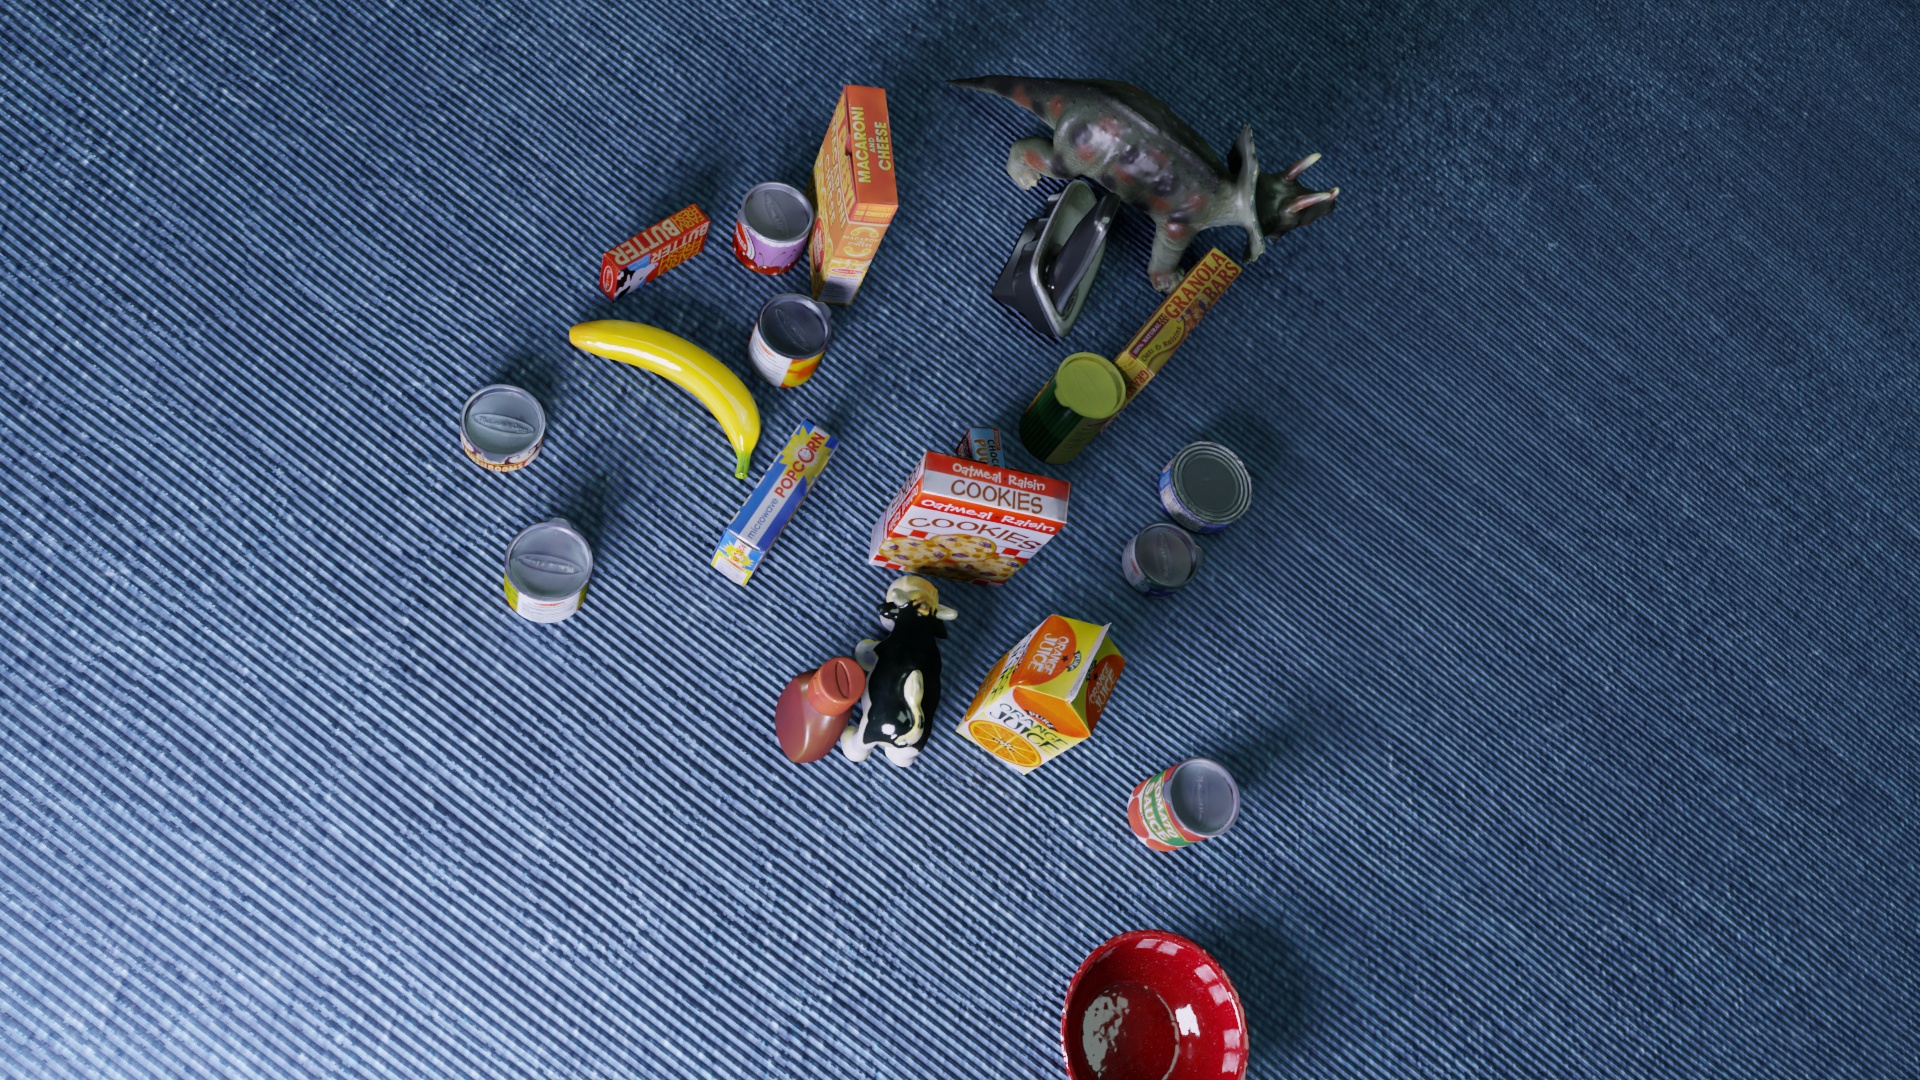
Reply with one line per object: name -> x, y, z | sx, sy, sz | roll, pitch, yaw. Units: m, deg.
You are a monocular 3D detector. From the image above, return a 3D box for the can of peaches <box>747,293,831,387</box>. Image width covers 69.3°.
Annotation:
can of peaches -> -0.151, -0.179, 1.239 | 0.071, 0.057, 0.071 | 7, 67, -16

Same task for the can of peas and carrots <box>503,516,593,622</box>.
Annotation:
can of peas and carrots -> -0.325, 0.024, 1.095 | 0.071, 0.058, 0.071 | 7, 67, -16

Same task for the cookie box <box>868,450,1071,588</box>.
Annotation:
cookie box -> 0.004, -0.015, 1.164 | 0.123, 0.166, 0.040 | 11, 66, -15

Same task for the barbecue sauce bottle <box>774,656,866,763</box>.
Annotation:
barbecue sauce bottle -> -0.109, 0.127, 1.077 | 0.044, 0.148, 0.065 | -6, 71, -21

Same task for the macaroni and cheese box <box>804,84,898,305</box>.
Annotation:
macaroni and cheese box -> -0.102, -0.306, 1.247 | 0.040, 0.165, 0.124 | 0, 69, -19

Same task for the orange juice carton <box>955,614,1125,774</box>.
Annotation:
orange juice carton -> 0.069, 0.122, 1.116 | 0.073, 0.192, 0.072 | 33, 62, -4

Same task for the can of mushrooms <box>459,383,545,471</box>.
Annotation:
can of mushrooms -> -0.376, -0.090, 1.138 | 0.071, 0.033, 0.071 | 7, 67, -16

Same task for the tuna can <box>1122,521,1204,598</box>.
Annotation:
tuna can -> 0.188, 0.019, 1.290 | 0.071, 0.032, 0.071 | 7, 67, -16

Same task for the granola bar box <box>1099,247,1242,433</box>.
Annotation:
granola bar box -> 0.187, -0.191, 1.324 | 0.039, 0.123, 0.166 | 41, 62, 0

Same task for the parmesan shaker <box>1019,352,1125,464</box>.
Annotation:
parmesan shaker -> 0.098, -0.119, 1.276 | 0.071, 0.102, 0.071 | 7, 67, -16

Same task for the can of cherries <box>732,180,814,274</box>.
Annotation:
can of cherries -> -0.175, -0.286, 1.275 | 0.071, 0.058, 0.072 | 7, 67, -16

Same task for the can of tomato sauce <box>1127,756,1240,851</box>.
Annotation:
can of tomato sauce -> 0.186, 0.225, 1.176 | 0.071, 0.082, 0.071 | 7, 67, -16

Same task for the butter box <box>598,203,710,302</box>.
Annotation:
butter box -> -0.272, -0.256, 1.232 | 0.104, 0.053, 0.024 | -38, 85, -28

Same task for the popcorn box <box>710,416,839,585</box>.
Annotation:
popcorn box -> -0.156, -0.031, 1.161 | 0.038, 0.085, 0.127 | 33, 62, -4

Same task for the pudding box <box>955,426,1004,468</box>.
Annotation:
pudding box -> 0.020, -0.055, 1.252 | 0.030, 0.049, 0.084 | 1, 69, -19
